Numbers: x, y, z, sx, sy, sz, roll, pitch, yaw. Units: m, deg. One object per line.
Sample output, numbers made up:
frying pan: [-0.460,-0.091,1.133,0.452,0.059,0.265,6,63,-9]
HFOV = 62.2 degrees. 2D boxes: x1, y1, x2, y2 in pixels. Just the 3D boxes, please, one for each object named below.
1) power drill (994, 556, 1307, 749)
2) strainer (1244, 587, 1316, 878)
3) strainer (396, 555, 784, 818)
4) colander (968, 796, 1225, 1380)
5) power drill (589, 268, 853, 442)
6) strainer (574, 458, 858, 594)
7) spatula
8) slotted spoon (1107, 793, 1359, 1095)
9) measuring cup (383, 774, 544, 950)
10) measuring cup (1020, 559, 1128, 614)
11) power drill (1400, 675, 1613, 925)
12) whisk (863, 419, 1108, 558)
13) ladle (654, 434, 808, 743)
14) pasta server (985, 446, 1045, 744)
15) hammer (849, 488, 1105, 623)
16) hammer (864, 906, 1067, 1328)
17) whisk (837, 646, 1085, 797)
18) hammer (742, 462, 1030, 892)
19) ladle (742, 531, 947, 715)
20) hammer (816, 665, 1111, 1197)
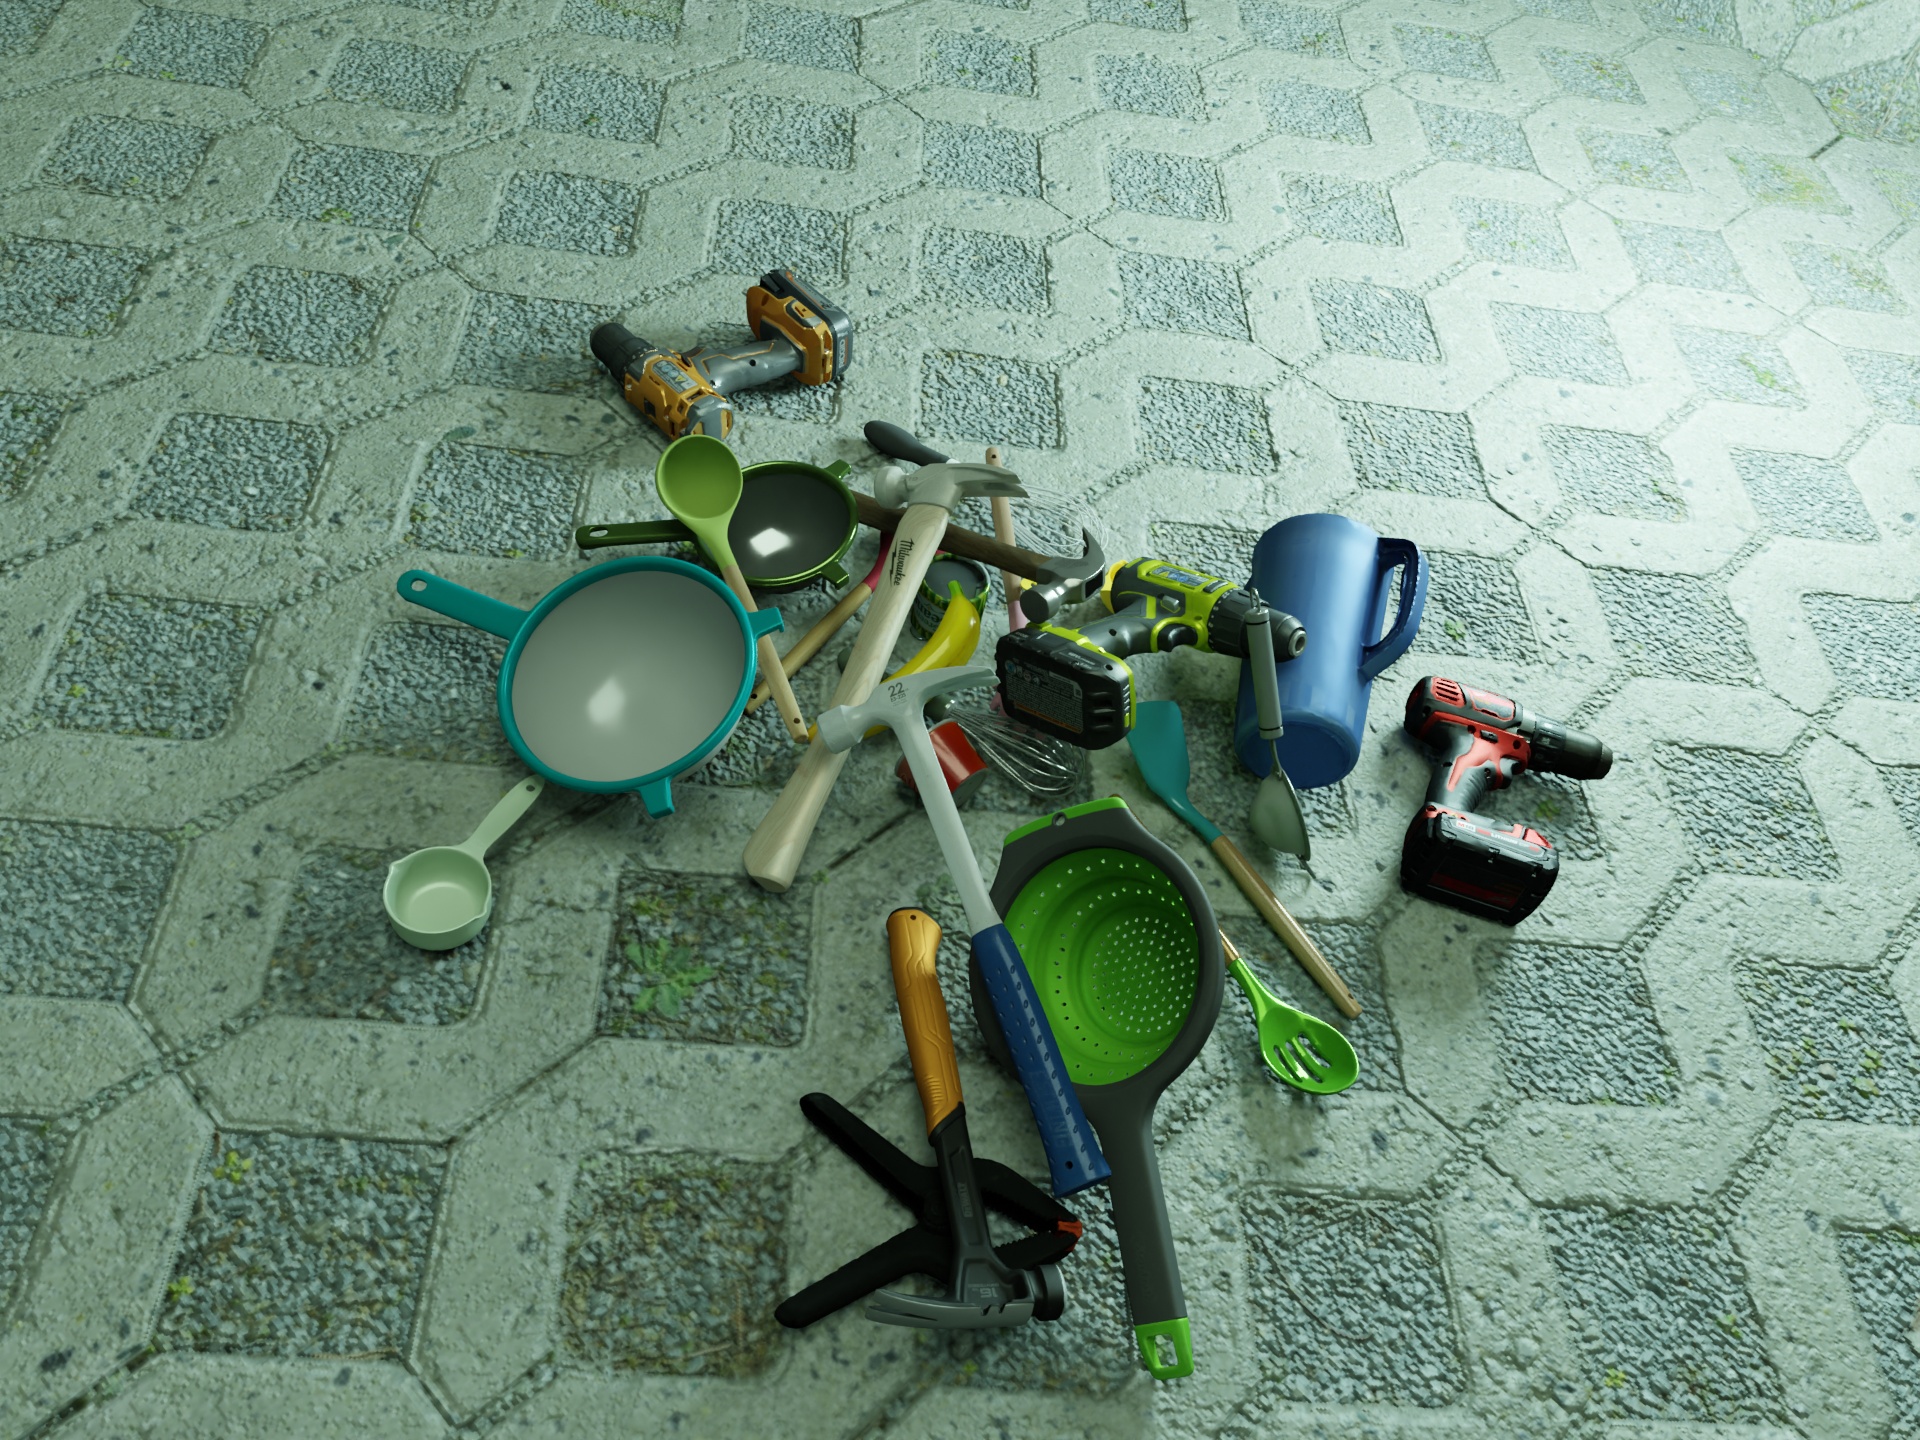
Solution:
power drill: [0.161,-0.061,1.349,0.228,0.080,0.191,-28,37,-34]
strainer: [0.254,0.016,1.308,0.050,0.258,0.087,-11,16,-4]
strainer: [-0.314,-0.043,1.309,0.340,0.095,0.211,21,69,20]
colander: [0.128,0.259,1.148,0.094,0.204,0.397,22,52,-54]
power drill: [-0.245,-0.376,1.611,0.226,0.084,0.185,-35,64,-28]
strainer: [-0.218,-0.158,1.450,0.256,0.069,0.152,-4,54,2]
spatula: [0.235,0.113,1.324,0.082,0.044,0.318,-7,51,-44]
slotted spoon: [0.207,0.175,1.278,0.070,0.031,0.314,-19,55,-25]
measuring cup: [-0.368,0.106,1.209,0.083,0.038,0.168,25,48,9]
measuring cup: [0.116,-0.118,1.480,0.156,0.029,0.062,-2,55,-31]
power drill: [0.479,0.066,1.396,0.188,0.080,0.227,18,46,3]
whisk: [0.020,-0.230,1.561,0.285,0.070,0.070,31,51,20]
ladle: [-0.185,-0.116,1.341,0.078,0.062,0.320,-12,56,-22]
pasta server: [0.045,-0.123,1.457,0.060,0.040,0.317,0,58,-12]
hammer: [-0.011,-0.167,1.436,0.331,0.031,0.130,23,38,35]
hammer: [-0.021,0.264,1.116,0.127,0.034,0.337,4,40,-16]
whisk: [-0.002,-0.004,1.372,0.246,0.059,0.058,28,12,17]
hammer: [-0.071,-0.045,1.313,0.146,0.038,0.411,5,61,32]
ladle: [-0.103,-0.105,1.448,0.069,0.031,0.315,30,53,14]
hammer: [0.021,0.141,1.160,0.144,0.035,0.406,-25,66,7]
